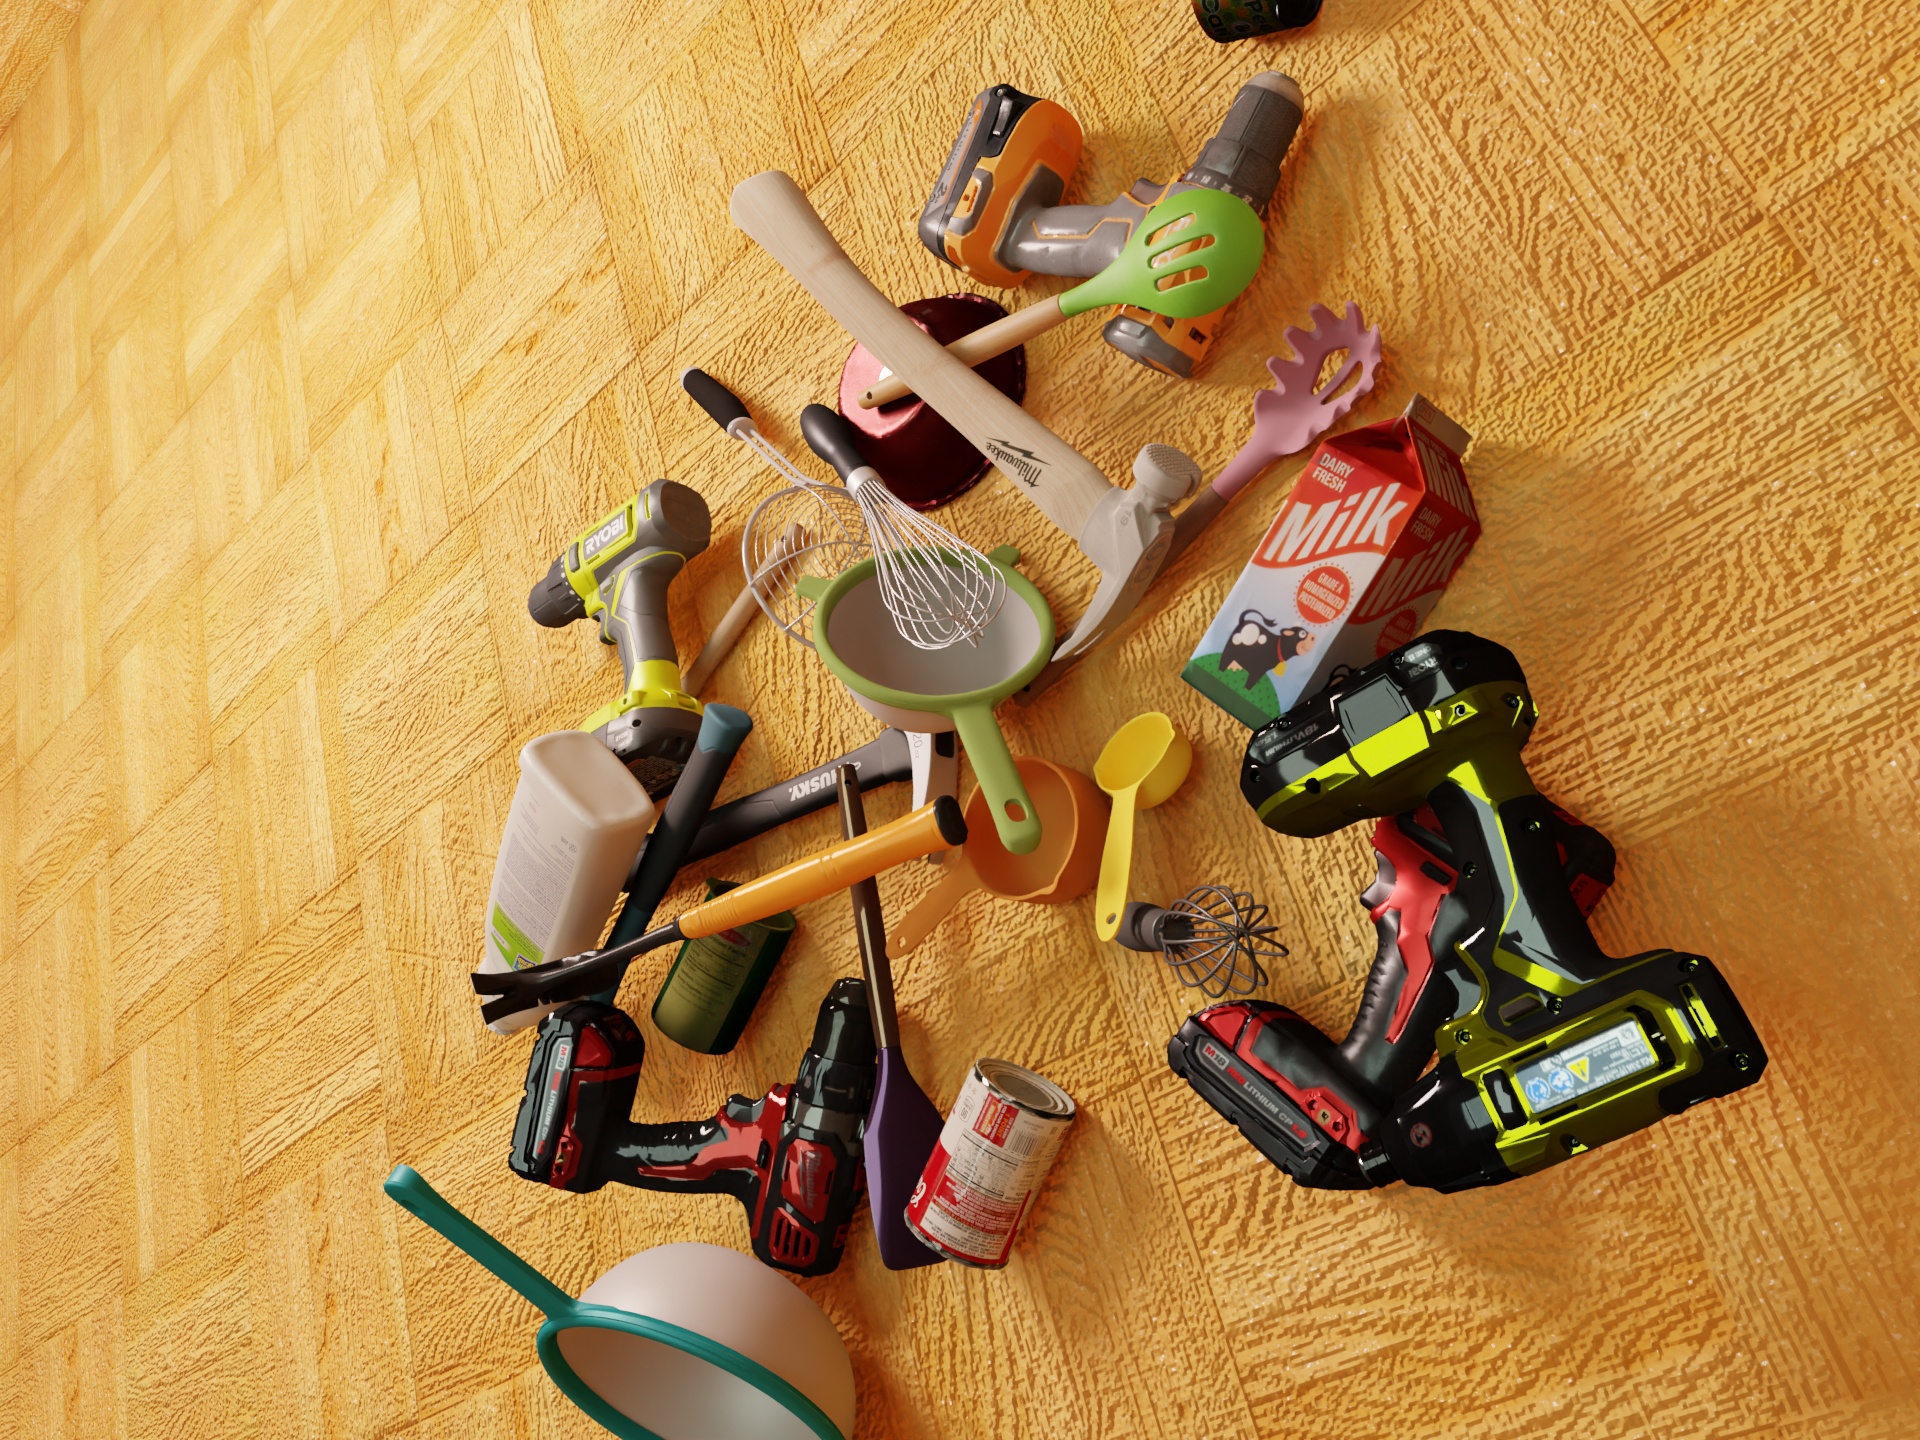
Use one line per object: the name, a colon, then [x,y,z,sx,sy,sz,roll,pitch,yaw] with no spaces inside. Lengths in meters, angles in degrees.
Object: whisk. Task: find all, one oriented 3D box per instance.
whisk: [-0.048,-0.134,1.018,0.070,0.070,0.285,-52,42,18]
whisk: [0.113,0.110,0.823,0.239,0.055,0.055,147,132,-81]

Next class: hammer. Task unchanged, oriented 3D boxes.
hammer: [-0.023,-0.215,1.008,0.411,0.038,0.146,47,129,26]
hammer: [-0.135,0.068,1.132,0.335,0.035,0.146,-23,64,35]
hammer: [-0.147,0.119,1.001,0.337,0.127,0.034,-23,81,22]
hammer: [-0.222,0.117,1.134,0.331,0.033,0.128,-60,38,30]

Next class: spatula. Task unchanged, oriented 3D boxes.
spatula: [-0.047,0.180,1.004,0.018,0.059,0.316,120,141,-72]

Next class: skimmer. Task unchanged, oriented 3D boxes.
skimmer: [-0.145,-0.167,1.174,0.364,0.127,0.090,46,130,49]

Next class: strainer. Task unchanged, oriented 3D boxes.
strainer: [-0.192,0.348,0.970,0.211,0.340,0.095,-31,21,43]
strainer: [-0.002,-0.003,0.972,0.069,0.151,0.257,94,160,-46]

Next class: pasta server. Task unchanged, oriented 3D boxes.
pasta server: [0.133,-0.117,0.949,0.316,0.040,0.060,-46,65,23]

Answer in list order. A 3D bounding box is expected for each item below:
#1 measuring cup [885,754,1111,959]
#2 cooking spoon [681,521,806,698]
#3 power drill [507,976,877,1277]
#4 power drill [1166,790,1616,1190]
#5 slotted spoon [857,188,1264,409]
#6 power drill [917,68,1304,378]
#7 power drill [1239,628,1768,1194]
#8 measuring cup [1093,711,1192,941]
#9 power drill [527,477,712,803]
measuring cup: [0.023,0.095,0.981,0.173,0.052,0.095,-46,54,25]
cooking spoon: [-0.210,-0.023,1.230,0.319,0.017,0.069,-53,51,18]
power drill: [-0.162,0.243,1.038,0.227,0.080,0.188,12,87,11]
power drill: [0.209,0.115,0.803,0.143,0.078,0.219,40,102,38]
slotted spoon: [0.046,-0.244,0.978,0.314,0.031,0.070,-14,90,42]
power drill: [0.098,-0.336,1.008,0.226,0.084,0.185,33,102,36]
power drill: [0.221,0.088,0.712,0.171,0.080,0.223,-32,62,23]
measuring cup: [0.100,0.063,0.898,0.062,0.029,0.157,-26,38,39]
power drill: [-0.266,-0.051,1.224,0.190,0.080,0.229,-27,60,35]
